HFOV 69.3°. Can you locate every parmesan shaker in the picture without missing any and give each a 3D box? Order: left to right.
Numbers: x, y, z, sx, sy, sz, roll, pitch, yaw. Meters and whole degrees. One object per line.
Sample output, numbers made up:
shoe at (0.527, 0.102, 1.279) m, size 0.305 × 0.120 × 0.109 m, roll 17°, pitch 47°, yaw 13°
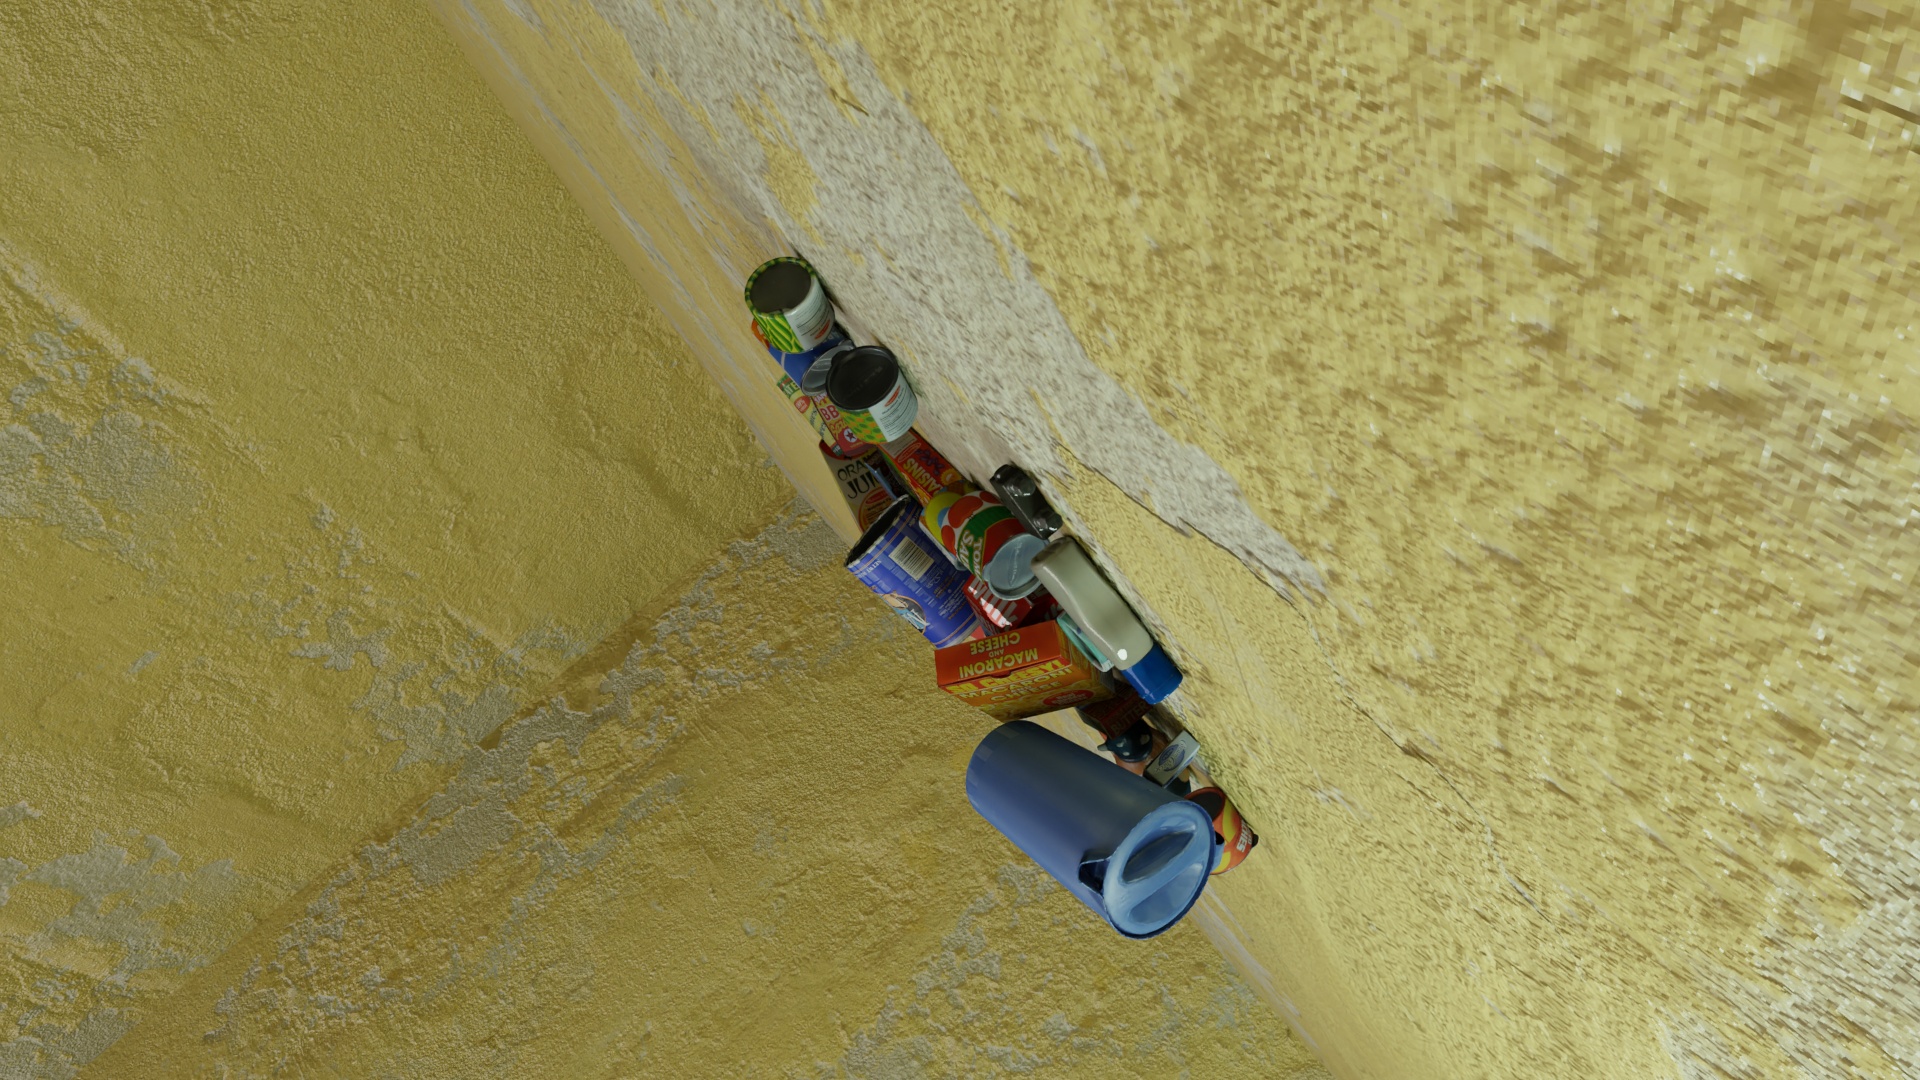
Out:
parmesan shaker at (-0.138, -0.150, 1.487) m, size 0.103 × 0.071 × 0.071 m, roll 50°, pitch 173°, yaw -3°

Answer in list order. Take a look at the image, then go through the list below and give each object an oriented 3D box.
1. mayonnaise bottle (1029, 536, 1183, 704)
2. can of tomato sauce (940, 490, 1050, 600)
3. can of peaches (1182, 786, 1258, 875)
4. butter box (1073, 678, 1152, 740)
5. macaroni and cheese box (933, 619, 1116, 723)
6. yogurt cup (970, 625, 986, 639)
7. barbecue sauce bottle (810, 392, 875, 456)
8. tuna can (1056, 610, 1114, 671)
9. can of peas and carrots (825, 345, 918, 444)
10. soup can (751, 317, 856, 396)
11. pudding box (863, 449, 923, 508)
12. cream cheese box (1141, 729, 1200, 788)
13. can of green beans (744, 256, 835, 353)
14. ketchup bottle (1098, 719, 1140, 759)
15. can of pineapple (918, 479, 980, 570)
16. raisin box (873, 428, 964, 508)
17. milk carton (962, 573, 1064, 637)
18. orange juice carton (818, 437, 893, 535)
mayonnaise bottle at (0.117, 0.064, 1.100) m, size 0.148 × 0.041 × 0.065 m, roll 49°, pitch 175°, yaw -6°
can of tomato sauce at (0.029, 0.004, 1.211) m, size 0.083 × 0.071 × 0.071 m, roll 43°, pitch 171°, yaw 47°
can of peaches at (0.250, 0.286, 1.376) m, size 0.058 × 0.071 × 0.071 m, roll 52°, pitch 173°, yaw -19°
butter box at (0.153, 0.168, 1.398) m, size 0.024 × 0.053 × 0.103 m, roll 53°, pitch 172°, yaw -8°
macaroni and cheese box at (0.065, 0.129, 1.325) m, size 0.166 × 0.123 × 0.040 m, roll 38°, pitch -140°, yaw -60°
yogurt cup at (0.031, 0.083, 1.690) m, size 0.072 × 0.072 × 0.053 m, roll 47°, pitch 165°, yaw 20°
barbecue sauce bottle at (-0.129, -0.160, 1.413) m, size 0.064 × 0.044 × 0.148 m, roll -18°, pitch 111°, yaw 38°
tuna can at (0.116, 0.080, 1.225) m, size 0.071 × 0.033 × 0.071 m, roll 48°, pitch 173°, yaw 8°
can of peas and carrots at (-0.077, -0.126, 1.199) m, size 0.071 × 0.071 × 0.058 m, roll 45°, pitch 173°, yaw 32°
soup can at (-0.148, -0.191, 1.323) m, size 0.084 × 0.071 × 0.071 m, roll 48°, pitch 173°, yaw 18°
pudding box at (-0.062, -0.069, 1.497) m, size 0.030 × 0.050 × 0.083 m, roll 39°, pitch 168°, yaw 49°
cream cheese box at (0.200, 0.213, 1.329) m, size 0.024 × 0.053 × 0.103 m, roll 43°, pitch 172°, yaw 15°
can of green beans at (-0.151, -0.208, 1.225) m, size 0.071 × 0.071 × 0.057 m, roll 46°, pitch 172°, yaw 27°
ketchup bottle at (0.189, 0.230, 1.547) m, size 0.065 × 0.043 × 0.148 m, roll 45°, pitch 173°, yaw 32°
can of pineapple at (0.005, -0.016, 1.294) m, size 0.058 × 0.071 × 0.070 m, roll 47°, pitch 173°, yaw 23°
raisin box at (-0.030, -0.058, 1.388) m, size 0.124 × 0.040 × 0.085 m, roll 44°, pitch 171°, yaw 36°
milk carton at (0.058, 0.066, 1.356) m, size 0.072 × 0.073 × 0.190 m, roll 47°, pitch 173°, yaw 23°
orange juice carton at (-0.103, -0.068, 1.580) m, size 0.193 × 0.073 × 0.071 m, roll 62°, pitch 177°, yaw 15°
